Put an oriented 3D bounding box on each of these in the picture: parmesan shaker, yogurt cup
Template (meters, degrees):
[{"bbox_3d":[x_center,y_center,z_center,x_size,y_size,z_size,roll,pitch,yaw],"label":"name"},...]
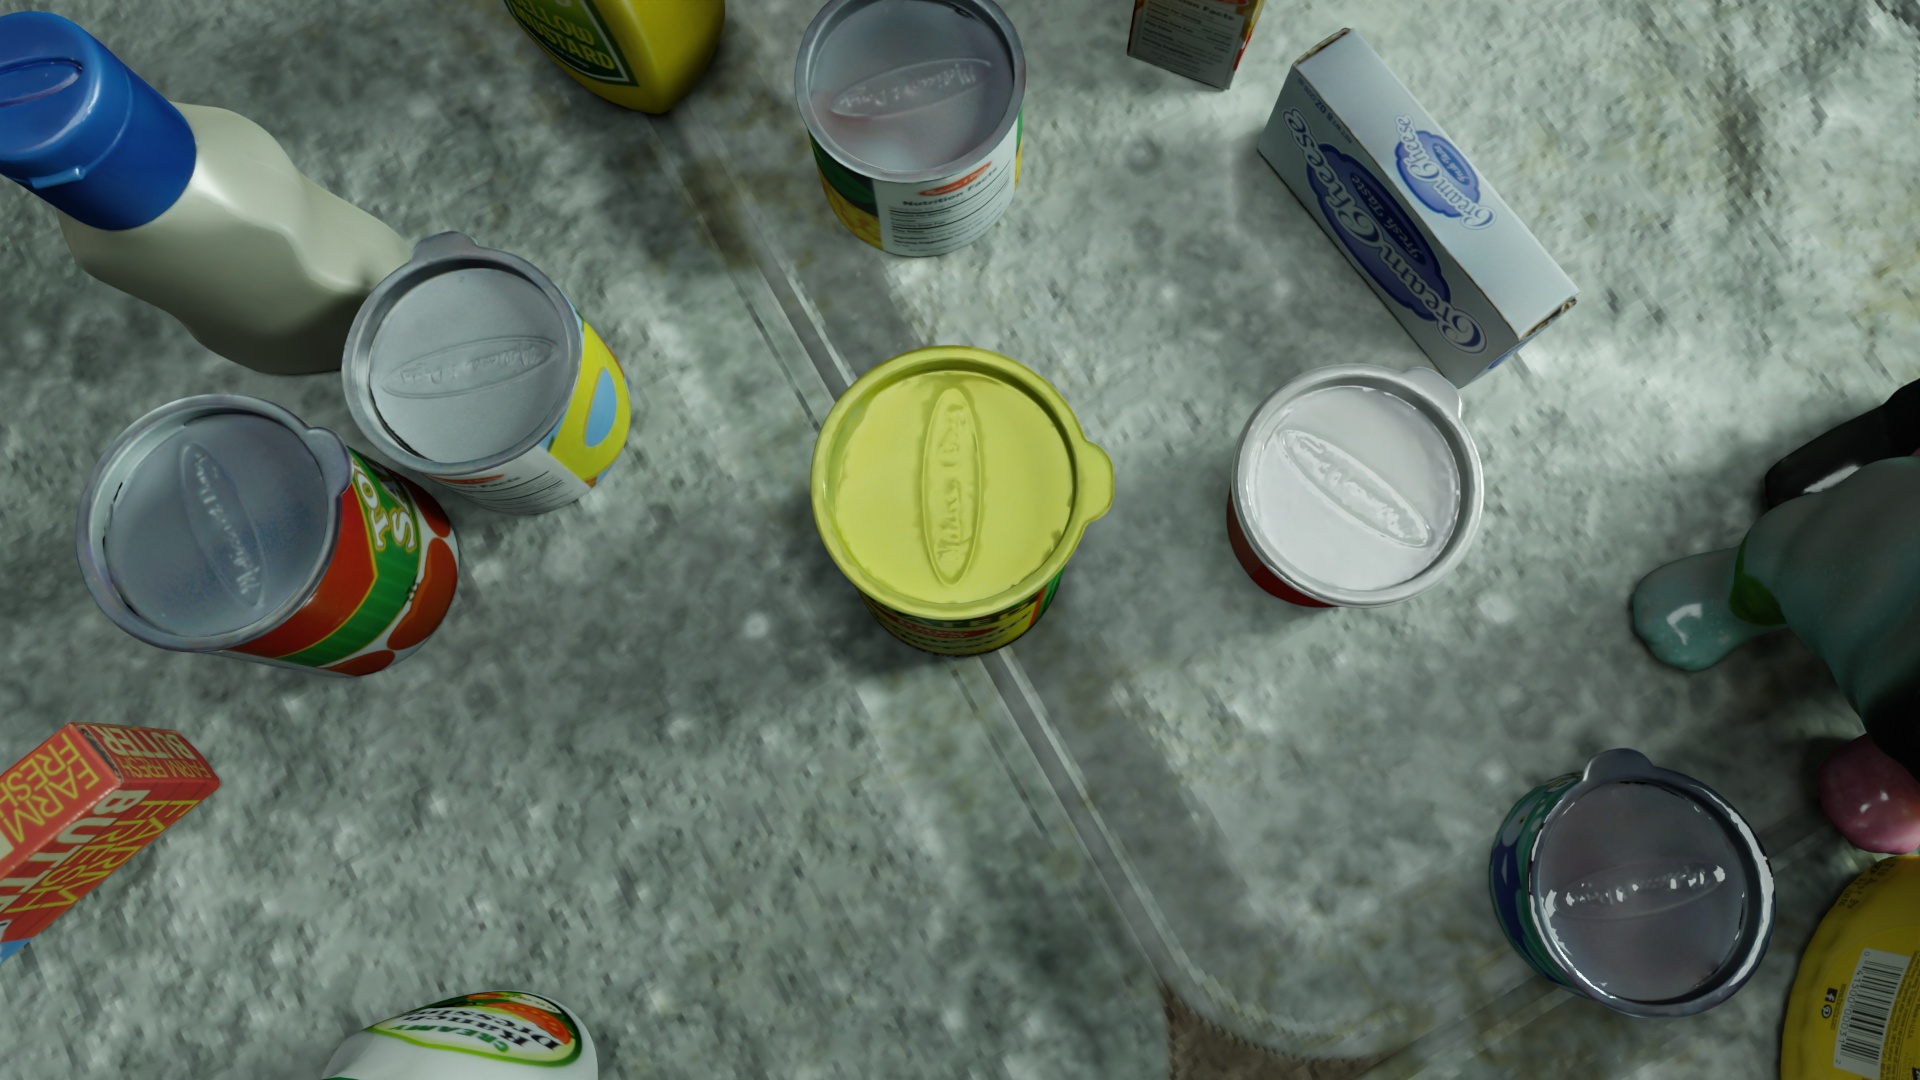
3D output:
[{"bbox_3d":[0.001,-0.005,0.374,0.071,0.103,0.071,0,79,1],"label":"parmesan shaker"},{"bbox_3d":[0.108,-0.011,0.399,0.072,0.054,0.072,0,79,1],"label":"yogurt cup"}]

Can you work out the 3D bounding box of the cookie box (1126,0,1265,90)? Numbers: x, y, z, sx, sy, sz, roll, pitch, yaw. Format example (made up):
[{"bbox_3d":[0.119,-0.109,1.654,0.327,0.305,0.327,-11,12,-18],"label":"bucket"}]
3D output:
[{"bbox_3d":[0.093,-0.223,0.383,0.040,0.167,0.123,22,80,5],"label":"cookie box"}]

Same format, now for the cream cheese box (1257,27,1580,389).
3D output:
[{"bbox_3d":[0.134,-0.097,0.415,0.024,0.053,0.104,-35,80,-5],"label":"cream cheese box"}]

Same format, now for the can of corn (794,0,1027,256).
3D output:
[{"bbox_3d":[-0.014,-0.129,0.422,0.071,0.058,0.071,0,79,1],"label":"can of corn"}]

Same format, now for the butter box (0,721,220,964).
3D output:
[{"bbox_3d":[-0.265,0.092,0.385,0.103,0.053,0.024,-40,81,-6],"label":"butter box"}]

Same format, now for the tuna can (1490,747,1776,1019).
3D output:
[{"bbox_3d":[0.185,0.094,0.387,0.071,0.032,0.071,0,79,1],"label":"tuna can"}]

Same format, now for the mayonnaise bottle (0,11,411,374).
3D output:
[{"bbox_3d":[-0.201,-0.085,0.371,0.065,0.148,0.041,-14,79,-1],"label":"mayonnaise bottle"}]

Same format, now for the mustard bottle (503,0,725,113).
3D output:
[{"bbox_3d":[-0.108,-0.177,0.381,0.065,0.160,0.049,30,81,6],"label":"mustard bottle"}]

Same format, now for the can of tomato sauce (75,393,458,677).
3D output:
[{"bbox_3d":[-0.185,0.001,0.386,0.071,0.083,0.071,0,79,1],"label":"can of tomato sauce"}]

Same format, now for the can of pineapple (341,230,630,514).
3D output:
[{"bbox_3d":[-0.136,-0.046,0.408,0.071,0.057,0.071,0,79,1],"label":"can of pineapple"}]

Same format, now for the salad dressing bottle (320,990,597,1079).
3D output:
[{"bbox_3d":[-0.129,0.138,0.325,0.064,0.147,0.044,11,80,3],"label":"salad dressing bottle"}]
